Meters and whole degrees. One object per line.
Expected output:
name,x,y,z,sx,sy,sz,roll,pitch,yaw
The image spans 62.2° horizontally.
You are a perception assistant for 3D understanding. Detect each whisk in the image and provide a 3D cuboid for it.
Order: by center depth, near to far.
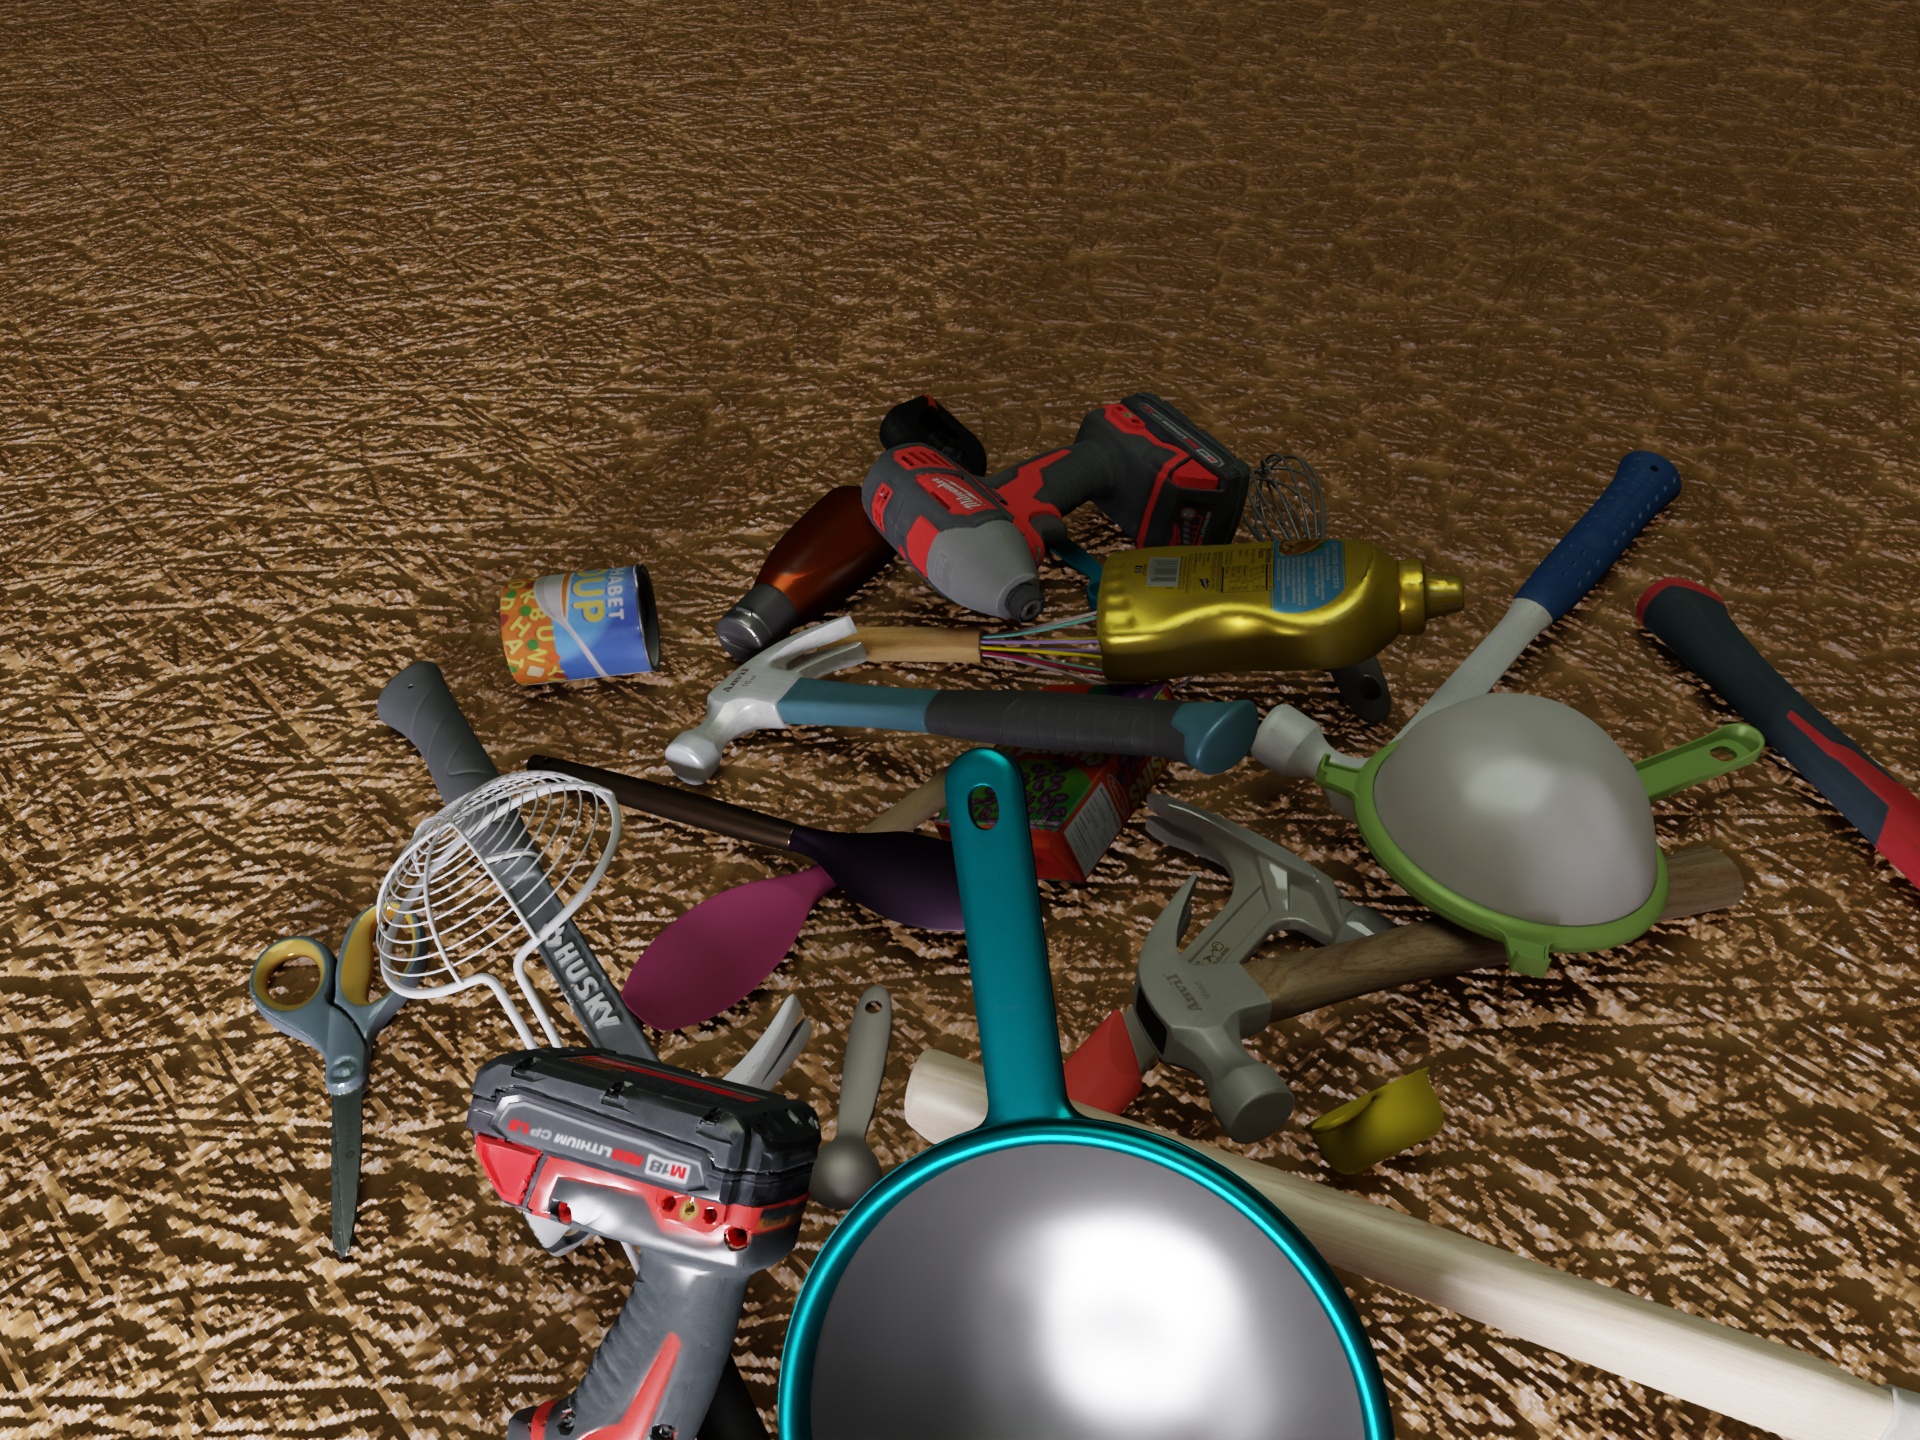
whisk,0.034,-0.045,0.954,0.245,0.051,0.047,1,49,10
whisk,0.222,-0.086,0.984,0.055,0.055,0.239,-8,47,-4

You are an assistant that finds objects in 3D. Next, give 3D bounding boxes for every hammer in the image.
hammer,0.170,0.197,0.595,0.411,0.146,0.038,15,55,17
hammer,0.047,0.169,0.726,0.149,0.036,0.359,29,52,31
hammer,0.230,0.101,0.738,0.331,0.031,0.130,-10,36,-23
hammer,0.464,0.054,0.815,0.143,0.038,0.387,-16,44,-10
hammer,-0.223,0.083,0.833,0.149,0.036,0.409,-32,47,-14
hammer,-0.001,-0.003,0.856,0.331,0.033,0.128,5,41,33
hammer,0.333,-0.054,0.926,0.144,0.035,0.405,34,51,21

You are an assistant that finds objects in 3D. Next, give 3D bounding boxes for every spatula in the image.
spatula,-0.110,0.059,0.851,0.316,0.018,0.060,14,45,26

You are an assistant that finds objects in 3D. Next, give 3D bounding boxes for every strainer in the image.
strainer,0.040,0.180,0.580,0.211,0.095,0.340,-10,82,15
strainer,0.312,0.021,0.770,0.256,0.069,0.152,-15,44,-27

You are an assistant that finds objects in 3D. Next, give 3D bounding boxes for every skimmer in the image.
skimmer,-0.144,0.177,0.674,0.127,0.090,0.363,-32,71,0

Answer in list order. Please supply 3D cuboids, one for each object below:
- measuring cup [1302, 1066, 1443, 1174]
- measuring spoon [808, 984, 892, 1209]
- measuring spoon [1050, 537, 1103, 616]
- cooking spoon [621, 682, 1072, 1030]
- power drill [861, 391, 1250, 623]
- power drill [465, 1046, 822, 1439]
measuring cup,0.166,0.169,0.647,0.062,0.156,0.029,-30,72,13
measuring spoon,-0.048,0.170,0.745,0.034,0.018,0.124,2,42,7
measuring spoon,0.079,-0.091,1.022,0.042,0.021,0.129,-7,31,-25
cooking spoon,-0.046,0.065,0.859,0.319,0.017,0.069,-36,47,-29
power drill,0.064,-0.126,0.972,0.219,0.078,0.143,-18,49,-33
power drill,-0.155,0.237,0.577,0.188,0.080,0.227,10,83,17
